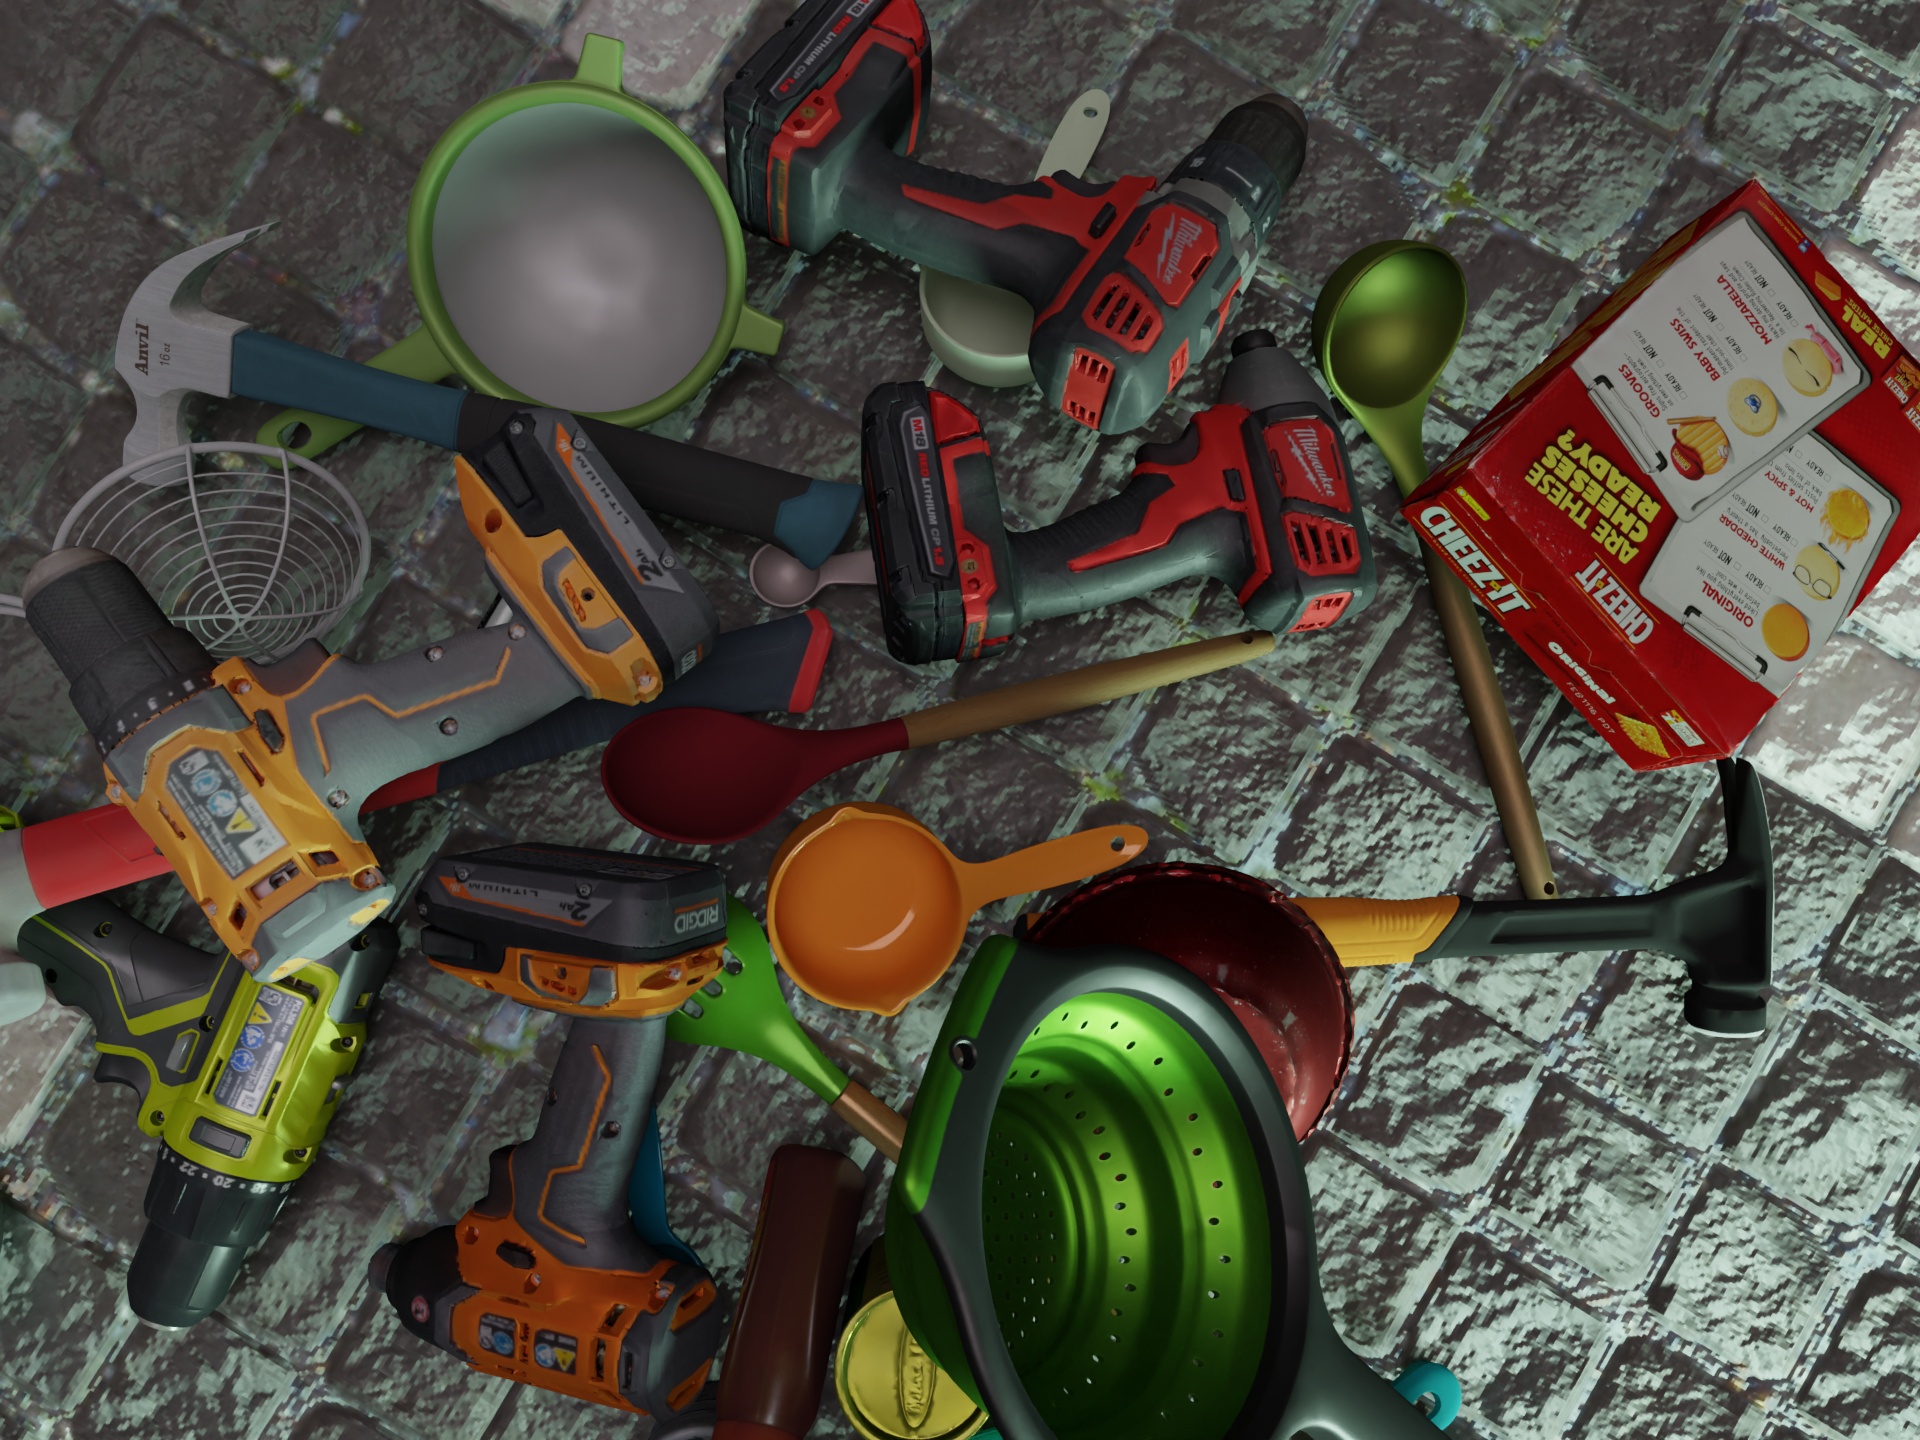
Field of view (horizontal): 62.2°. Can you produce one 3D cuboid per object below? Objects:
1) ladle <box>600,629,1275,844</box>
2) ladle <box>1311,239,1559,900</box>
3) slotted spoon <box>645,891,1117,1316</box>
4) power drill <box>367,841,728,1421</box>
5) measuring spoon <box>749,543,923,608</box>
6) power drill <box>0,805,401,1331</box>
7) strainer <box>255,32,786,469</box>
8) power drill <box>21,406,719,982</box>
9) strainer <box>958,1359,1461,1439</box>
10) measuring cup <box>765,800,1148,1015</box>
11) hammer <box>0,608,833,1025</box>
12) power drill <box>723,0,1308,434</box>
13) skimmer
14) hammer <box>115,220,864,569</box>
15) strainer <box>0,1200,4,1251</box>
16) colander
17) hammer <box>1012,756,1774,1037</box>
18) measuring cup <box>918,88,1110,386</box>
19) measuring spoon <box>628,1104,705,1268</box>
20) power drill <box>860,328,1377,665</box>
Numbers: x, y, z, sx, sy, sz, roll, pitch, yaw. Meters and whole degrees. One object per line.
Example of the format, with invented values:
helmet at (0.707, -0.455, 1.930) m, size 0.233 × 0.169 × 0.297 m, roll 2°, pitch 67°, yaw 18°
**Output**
ladle at (-0.001, -0.002, 0.707) m, size 0.315 × 0.031 × 0.069 m, roll -14°, pitch 62°, yaw -16°
ladle at (0.232, -0.063, 0.732) m, size 0.078 × 0.062 × 0.320 m, roll -16°, pitch 88°, yaw -17°
slotted spoon at (-0.033, 0.184, 0.722) m, size 0.314 × 0.031 × 0.070 m, roll 39°, pitch 87°, yaw 1°
power drill at (-0.181, 0.171, 0.681) m, size 0.164 × 0.084 × 0.226 m, roll 4°, pitch 93°, yaw 20°
measuring spoon at (-0.037, -0.070, 0.750) m, size 0.124 × 0.018 × 0.034 m, roll -4°, pitch 73°, yaw -8°
power drill at (-0.385, 0.141, 0.696) m, size 0.228 × 0.080 × 0.190 m, roll 22°, pitch 84°, yaw -2°
strainer at (-0.213, -0.188, 0.737) m, size 0.256 × 0.069 × 0.151 m, roll -26°, pitch 109°, yaw 14°
power drill at (-0.234, -0.034, 0.634) m, size 0.226 × 0.084 × 0.185 m, roll -37°, pitch 88°, yaw -13°
strainer at (0.069, 0.372, 0.686) m, size 0.340 × 0.095 × 0.211 m, roll -25°, pitch 87°, yaw -23°
measuring cup at (-0.004, 0.070, 0.717) m, size 0.173 × 0.052 × 0.095 m, roll -14°, pitch 100°, yaw -10°
hammer at (-0.245, 0.003, 0.690) m, size 0.386 × 0.038 × 0.143 m, roll -17°, pitch 75°, yaw -15°
power drill at (0.030, -0.244, 0.701) m, size 0.227 × 0.080 × 0.188 m, roll 30°, pitch 66°, yaw 9°
skimmer at (-0.451, -0.078, 0.718) m, size 0.363 × 0.127 × 0.090 m, roll 6°, pitch 54°, yaw 11°
hammer at (-0.207, -0.128, 0.707) m, size 0.331 × 0.033 × 0.128 m, roll 15°, pitch 118°, yaw -2°
strainer at (-0.499, 0.180, 0.708) m, size 0.258 × 0.050 × 0.086 m, roll 42°, pitch 130°, yaw 8°
colander at (0.092, 0.246, 0.633) m, size 0.396 × 0.094 × 0.205 m, roll 45°, pitch 46°, yaw -24°
hammer at (0.191, 0.087, 0.716) m, size 0.337 × 0.034 × 0.127 m, roll -4°, pitch 99°, yaw 2°
measuring cup at (0.036, -0.230, 0.757) m, size 0.083 × 0.038 × 0.168 m, roll 22°, pitch 68°, yaw 7°
measuring spoon at (-0.140, 0.213, 0.725) m, size 0.042 × 0.021 × 0.129 m, roll -14°, pitch 76°, yaw 10°
power drill at (0.069, -0.103, 0.717) m, size 0.219 × 0.078 × 0.143 m, roll -7°, pitch 74°, yaw -7°
